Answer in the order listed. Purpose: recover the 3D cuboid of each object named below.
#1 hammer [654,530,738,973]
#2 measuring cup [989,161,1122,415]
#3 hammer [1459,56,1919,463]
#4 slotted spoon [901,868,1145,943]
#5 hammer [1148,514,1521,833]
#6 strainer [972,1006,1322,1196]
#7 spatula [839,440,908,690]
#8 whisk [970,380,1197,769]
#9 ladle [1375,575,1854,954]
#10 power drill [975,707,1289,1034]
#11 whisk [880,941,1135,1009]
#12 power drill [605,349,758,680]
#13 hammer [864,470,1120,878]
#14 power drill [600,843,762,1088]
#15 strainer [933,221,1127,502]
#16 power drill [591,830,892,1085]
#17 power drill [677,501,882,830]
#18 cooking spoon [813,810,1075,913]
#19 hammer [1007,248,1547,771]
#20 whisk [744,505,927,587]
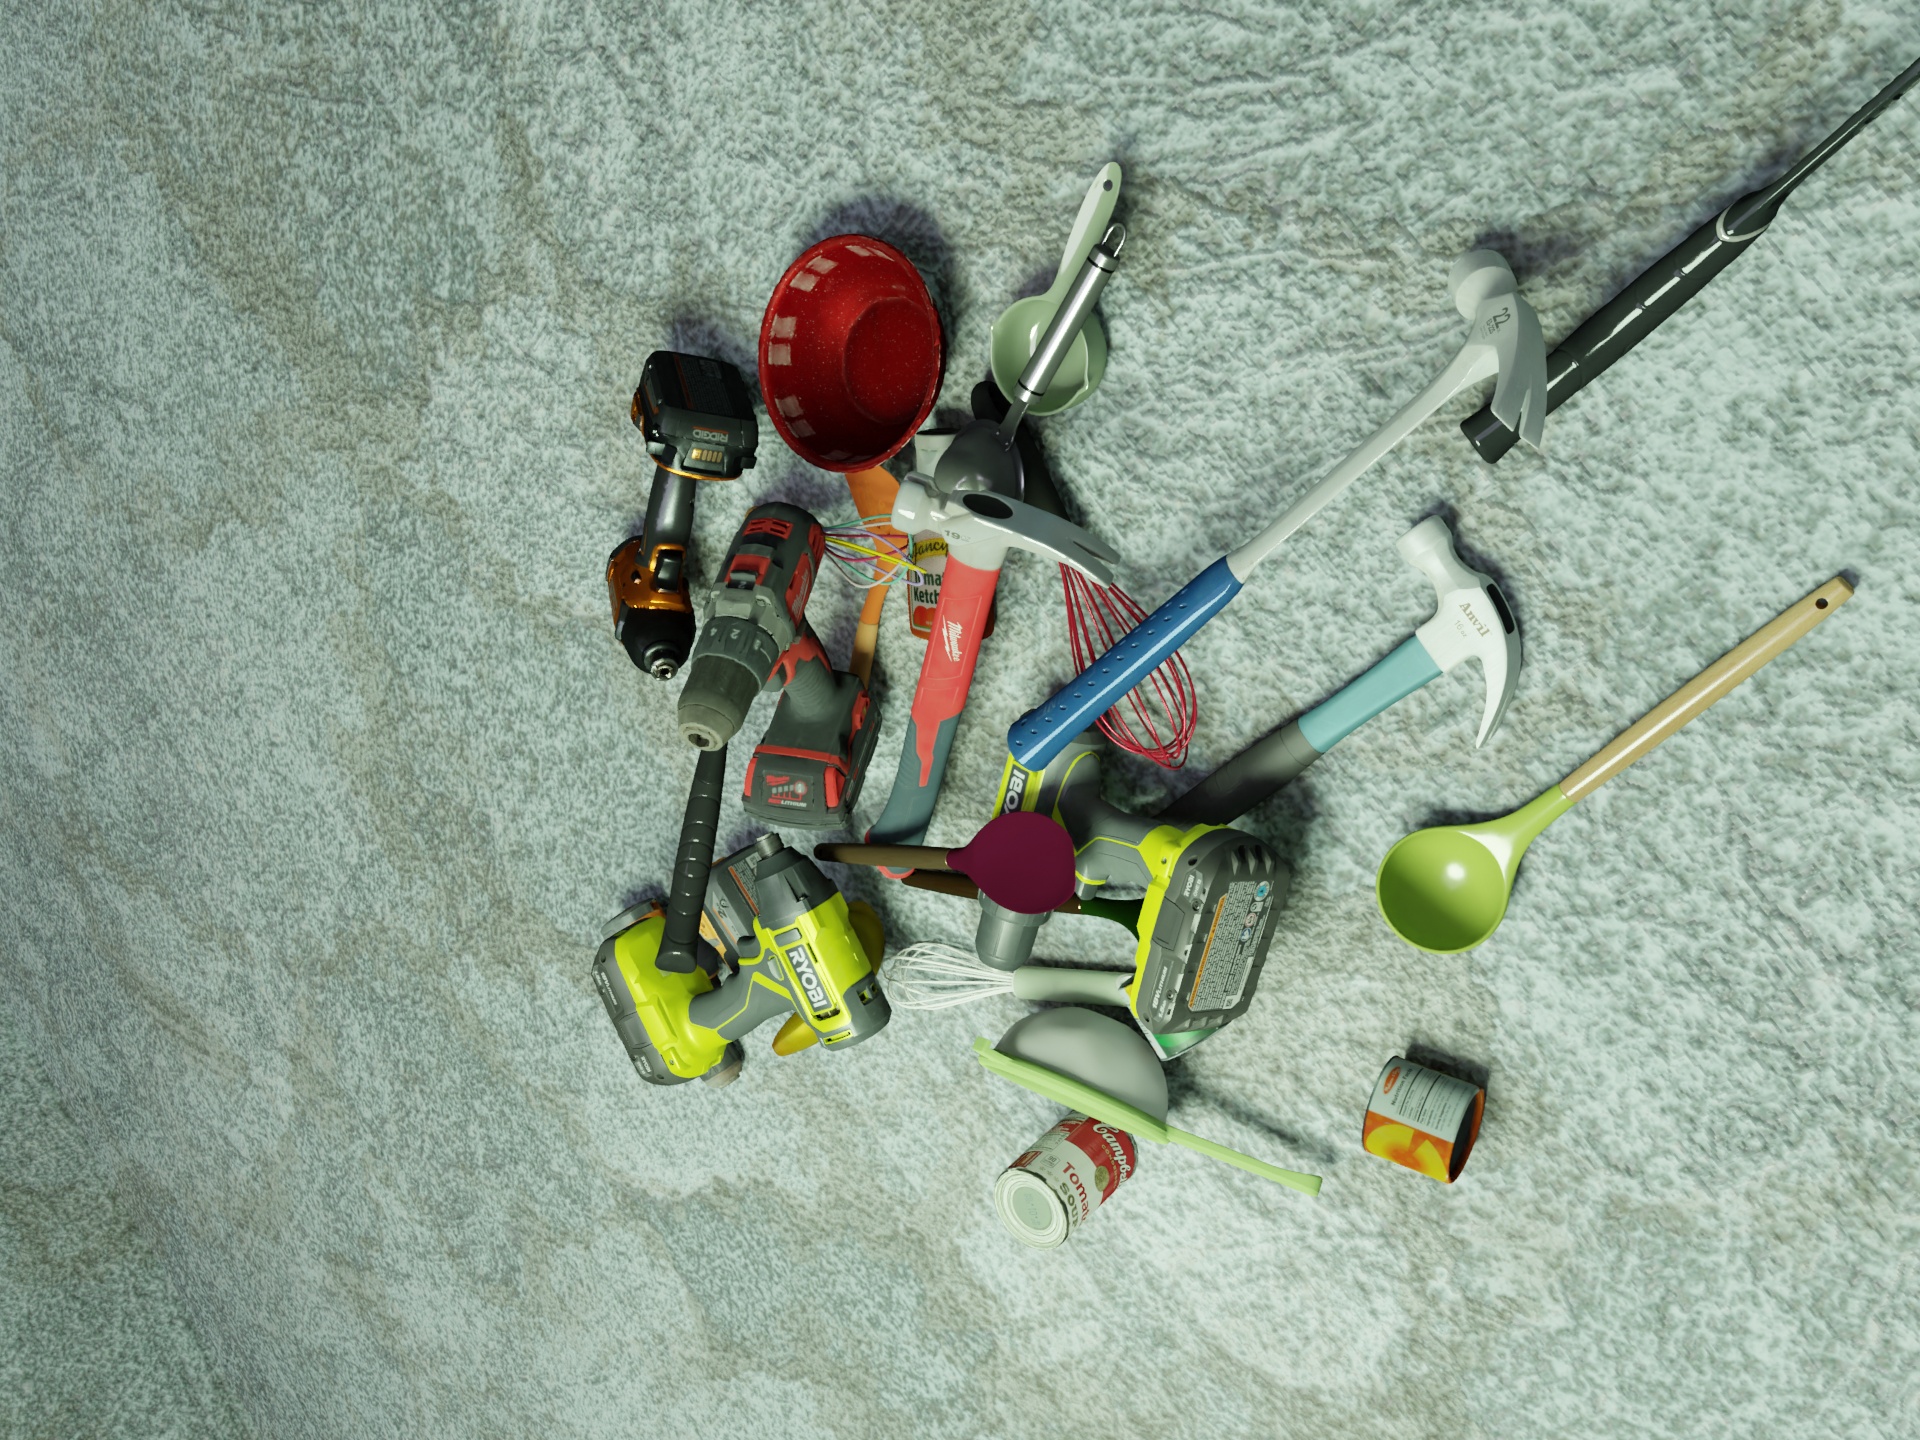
[{"bbox_3d":[-0.188,0.026,1.207,0.146,0.035,0.335,172,108,-77],"label":"hammer"},{"bbox_3d":[0.075,-0.276,1.019,0.083,0.038,0.167,36,123,22],"label":"measuring cup"},{"bbox_3d":[0.388,-0.253,0.750,0.036,0.149,0.408,54,139,9],"label":"hammer"},{"bbox_3d":[0.071,0.133,1.168,0.314,0.070,0.031,4,133,42],"label":"slotted spoon"},{"bbox_3d":[0.216,0.015,1.022,0.331,0.033,0.128,-41,79,40],"label":"hammer"},{"bbox_3d":[0.141,0.263,1.139,0.256,0.151,0.069,18,75,19],"label":"strainer"},{"bbox_3d":[-0.082,-0.055,1.218,0.081,0.041,0.322,40,130,39],"label":"spatula"},{"bbox_3d":[0.080,-0.100,1.068,0.073,0.073,0.296,-33,80,40],"label":"whisk"},{"bbox_3d":[0.362,0.029,0.901,0.078,0.062,0.320,50,126,11],"label":"ladle"},{"bbox_3d":[0.097,0.116,1.067,0.229,0.080,0.190,30,110,48],"label":"power drill"},{"bbox_3d":[0.040,0.201,1.223,0.246,0.058,0.059,-2,140,35],"label":"whisk"},{"bbox_3d":[-0.220,-0.149,1.224,0.164,0.084,0.226,-114,36,-50],"label":"power drill"},{"bbox_3d":[-0.002,-0.004,1.115,0.143,0.038,0.386,20,139,4],"label":"hammer"},{"bbox_3d":[-0.211,0.222,1.398,0.226,0.084,0.185,-33,88,44],"label":"power drill"},{"bbox_3d":[0.038,-0.206,1.022,0.087,0.050,0.258,54,128,31],"label":"strainer"},{"bbox_3d":[-0.178,0.193,1.258,0.223,0.080,0.171,-24,93,30],"label":"power drill"},{"bbox_3d":[-0.128,-0.013,1.097,0.080,0.188,0.226,7,144,15],"label":"power drill"},{"bbox_3d":[-0.019,0.099,1.149,0.319,0.017,0.069,-4,89,53],"label":"cooking spoon"},{"bbox_3d":[0.168,-0.093,0.927,0.035,0.144,0.405,31,126,-24],"label":"hammer"},{"bbox_3d":[-0.099,-0.134,1.155,0.245,0.047,0.051,23,123,54],"label":"whisk"}]
